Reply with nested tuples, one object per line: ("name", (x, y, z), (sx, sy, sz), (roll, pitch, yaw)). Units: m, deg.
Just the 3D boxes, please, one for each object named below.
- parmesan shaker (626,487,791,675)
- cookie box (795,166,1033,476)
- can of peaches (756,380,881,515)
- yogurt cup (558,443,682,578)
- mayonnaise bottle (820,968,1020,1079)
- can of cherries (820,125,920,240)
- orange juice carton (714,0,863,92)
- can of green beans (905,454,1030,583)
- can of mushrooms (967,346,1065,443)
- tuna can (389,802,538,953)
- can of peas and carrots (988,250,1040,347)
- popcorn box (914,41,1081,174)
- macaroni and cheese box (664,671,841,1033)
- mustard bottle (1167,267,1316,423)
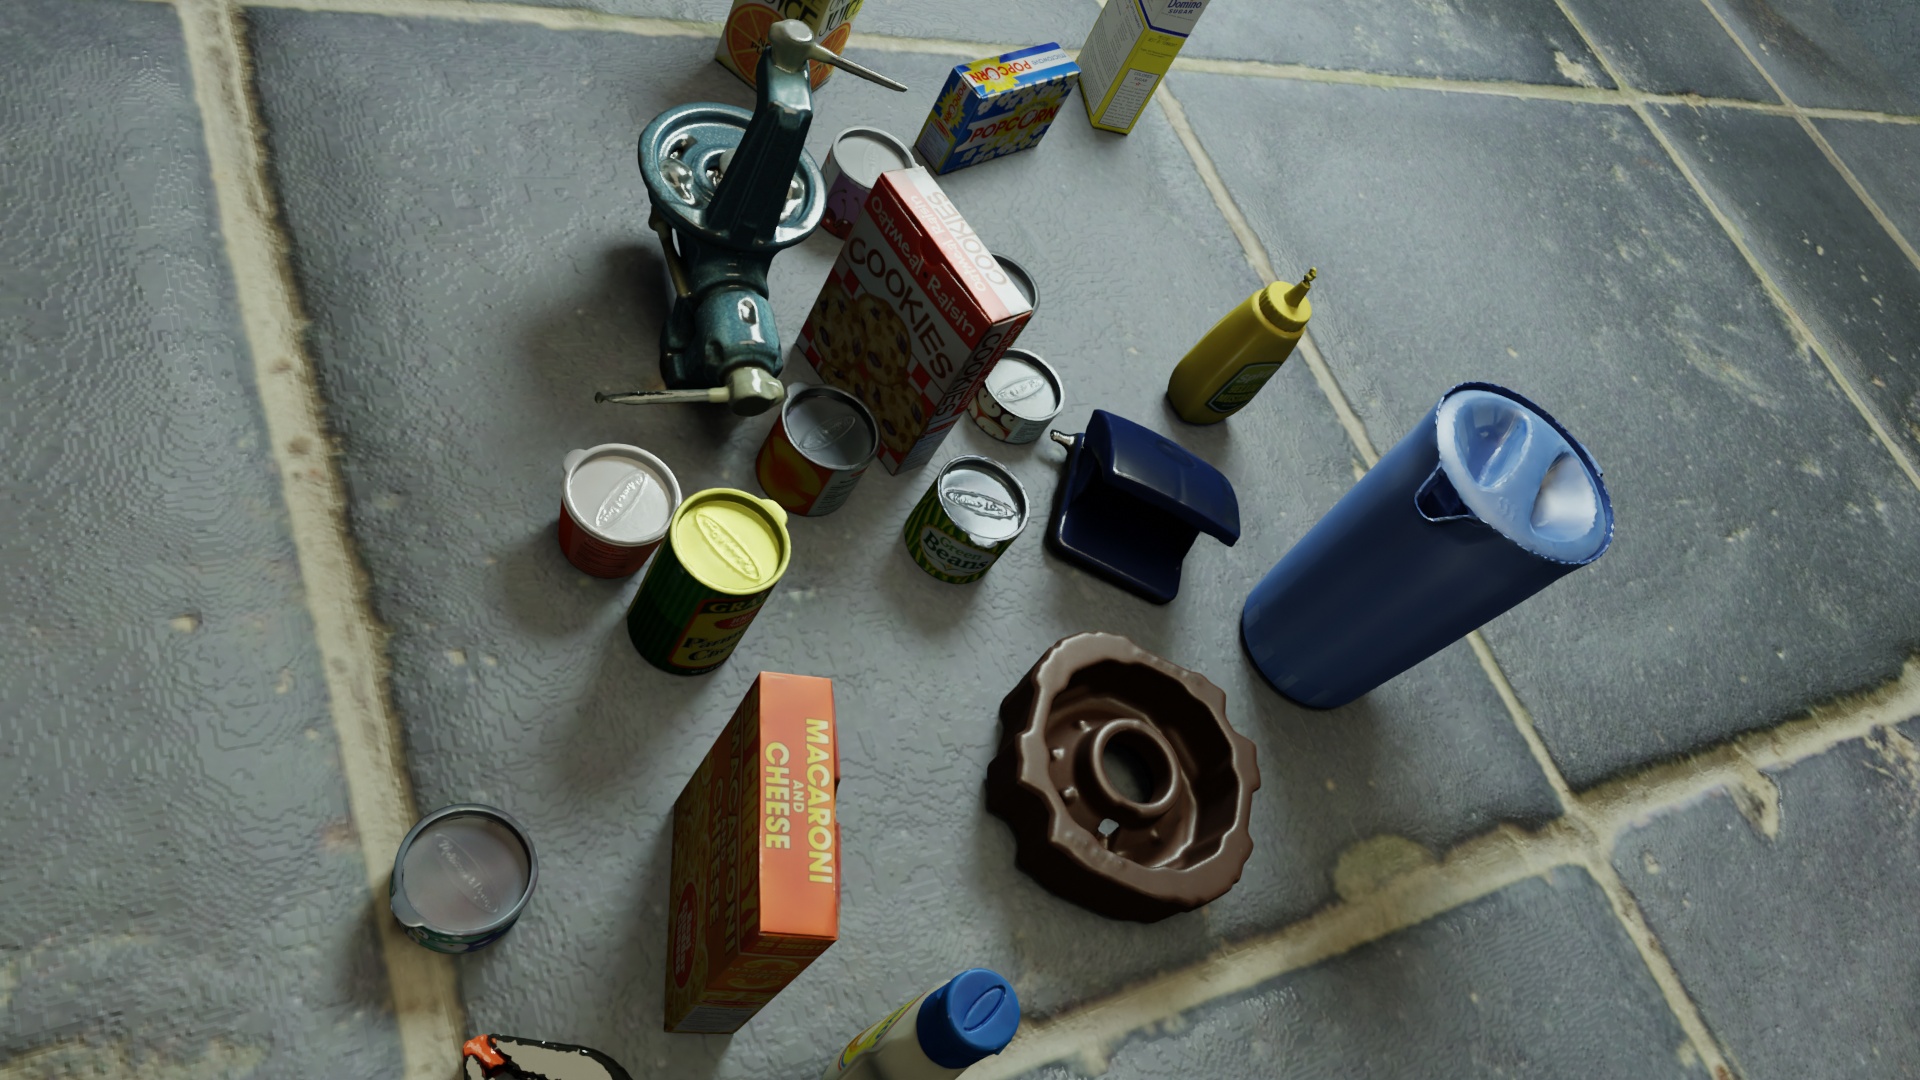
("parmesan shaker", (-0.140, 0.024, 0.779), (0.071, 0.102, 0.071), (14, 54, -19))
("cookie box", (-0.036, -0.139, 0.903), (0.040, 0.166, 0.123), (-25, 73, -37))
("can of peaches", (-0.093, -0.059, 0.890), (0.071, 0.057, 0.071), (14, 54, -19))
("yogurt cup", (-0.201, -0.014, 0.806), (0.072, 0.053, 0.073), (14, 54, -19))
("mayonnaise bottle", (-0.019, 0.242, 0.666), (0.041, 0.147, 0.065), (48, 50, 8))
("can of cherries", (-0.071, -0.265, 1.041), (0.071, 0.058, 0.072), (14, 54, -19))
("orange juice carton", (-0.112, -0.426, 1.041), (0.073, 0.191, 0.072), (38, 49, 0))
("can of green beans", (0.004, -0.013, 0.910), (0.071, 0.057, 0.071), (14, 54, -19))
("can of mushrooms", (0.038, -0.107, 1.008), (0.071, 0.033, 0.071), (14, 54, -19))
("tuna can", (-0.244, 0.166, 0.675), (0.071, 0.032, 0.071), (14, 54, -19))
("can of peas and carrots", (0.018, -0.168, 1.022), (0.071, 0.058, 0.071), (14, 54, -19))
("popcorn box", (0.031, -0.355, 1.138), (0.127, 0.084, 0.038), (-29, 75, -38))
("macaroni and cheese box", (-0.102, 0.154, 0.670), (0.040, 0.165, 0.124), (10, 55, -22))
("mustard bottle", (0.219, -0.149, 1.049), (0.065, 0.159, 0.049), (-8, 63, -32))
